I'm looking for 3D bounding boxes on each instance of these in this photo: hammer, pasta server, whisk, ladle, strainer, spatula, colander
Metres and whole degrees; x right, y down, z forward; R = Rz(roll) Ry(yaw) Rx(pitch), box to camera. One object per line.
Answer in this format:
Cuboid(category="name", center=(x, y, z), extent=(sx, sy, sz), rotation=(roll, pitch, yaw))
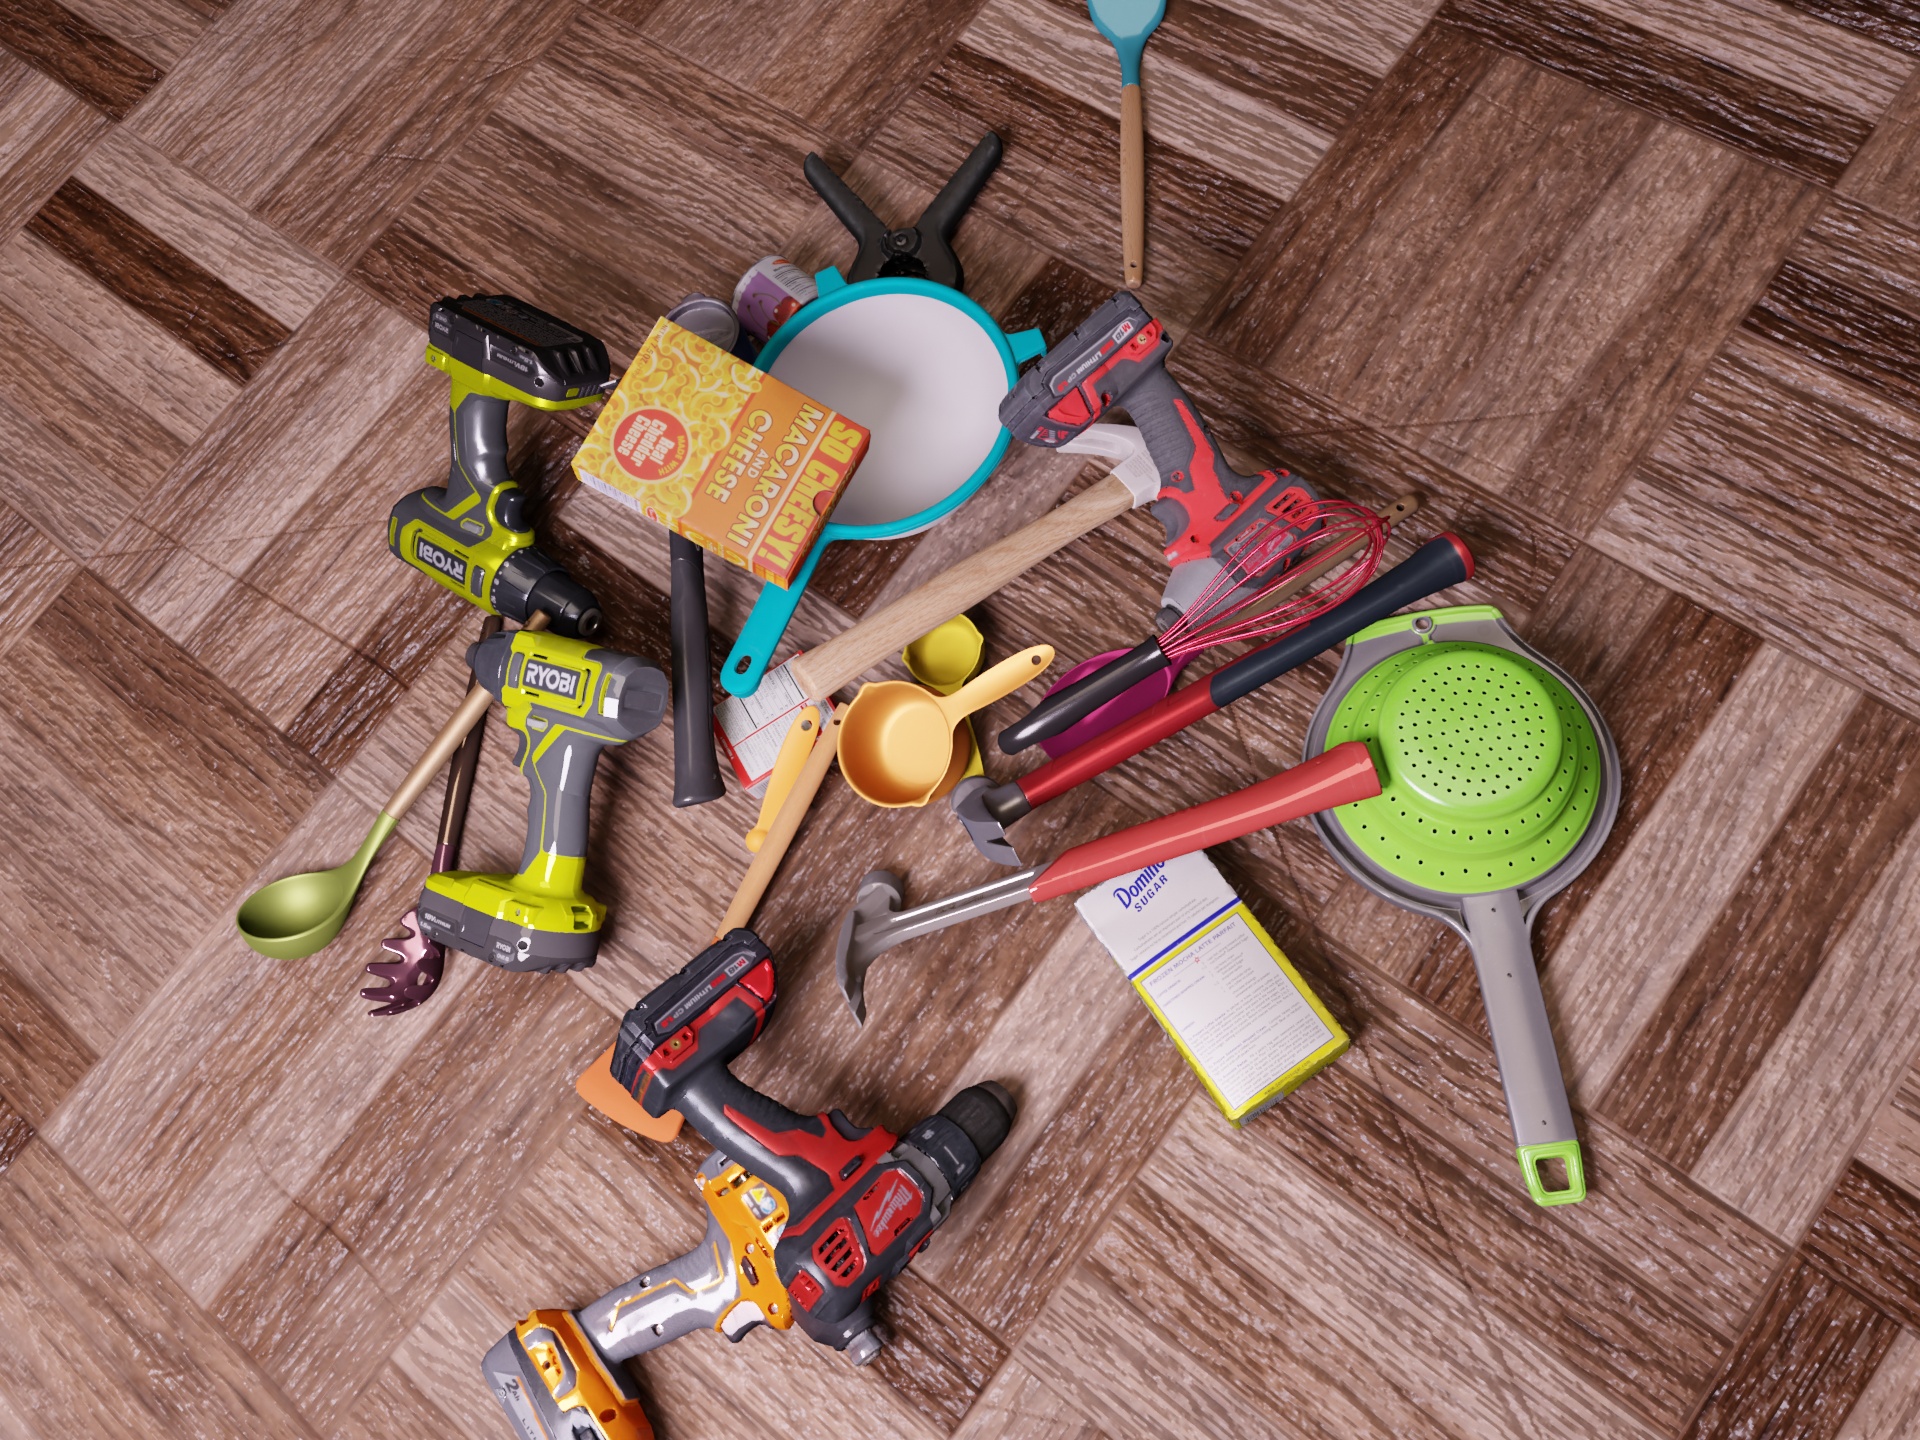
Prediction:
Cuboid(category="hammer", center=(-0.199, -0.097, 1.148), extent=(0.035, 0.146, 0.335), rotation=(-14, 69, 22))
Cuboid(category="pasta server", center=(-0.384, 0.066, 1.185), extent=(0.060, 0.040, 0.316), rotation=(-9, 66, 35))
Cuboid(category="whisk", center=(0.149, -0.057, 1.044), extent=(0.296, 0.073, 0.073), rotation=(-31, 67, 14))
Cuboid(category="hammer", center=(0.024, -0.112, 1.131), extent=(0.331, 0.031, 0.130), rotation=(-32, 65, -17))
Cuboid(category="ladle", center=(-0.411, 0.043, 1.167), extent=(0.320, 0.062, 0.078), rotation=(-53, 44, -1))
Cuboid(category="strainer", center=(-0.079, -0.159, 1.175), extent=(0.211, 0.095, 0.340), rotation=(22, 79, 19))
Cuboid(category="spatula", center=(-0.154, 0.131, 1.103), extent=(0.081, 0.041, 0.322), rotation=(26, 85, 13))
Cuboid(category="hammer", center=(0.174, -0.019, 1.048), extent=(0.386, 0.143, 0.038), rotation=(-29, 100, -4))
Cuboid(category="colander", center=(0.334, 0.096, 0.998), extent=(0.204, 0.094, 0.397), rotation=(-10, 69, 8))
Cuboid(category="hammer", center=(0.091, 0.093, 1.013), extent=(0.359, 0.149, 0.036), rotation=(-19, 111, 11))
Cuboid(category="spatula", center=(0.135, -0.491, 1.275), extent=(0.082, 0.044, 0.318), rotation=(-2, 71, 7))

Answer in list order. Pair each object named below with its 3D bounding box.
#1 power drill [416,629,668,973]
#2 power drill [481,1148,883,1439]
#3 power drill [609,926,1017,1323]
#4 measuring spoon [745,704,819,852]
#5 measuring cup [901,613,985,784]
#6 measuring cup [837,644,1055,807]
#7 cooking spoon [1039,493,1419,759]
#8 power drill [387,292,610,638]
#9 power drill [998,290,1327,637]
Cuboid(category="power drill", center=(-0.299, 0.051, 1.110), extent=(0.171, 0.080, 0.223), rotation=(14, 92, 32))
Cuboid(category="power drill", center=(-0.167, 0.388, 1.006), extent=(0.226, 0.084, 0.164), rotation=(-38, 68, -8))
Cuboid(category="power drill", center=(-0.090, 0.239, 1.009), extent=(0.227, 0.080, 0.188), rotation=(43, 53, 14))
Cuboid(category="measuring spoon", center=(-0.125, 0.043, 1.129), extent=(0.021, 0.011, 0.117), rotation=(20, 101, -16))
Cuboid(category="measuring cup", center=(0.000, -0.002, 1.143), extent=(0.062, 0.029, 0.156), rotation=(-14, 81, 13))
Cuboid(category="measuring cup", center=(-0.002, -0.004, 1.099), extent=(0.173, 0.052, 0.095), rotation=(-31, 77, 16))
Cuboid(category="cooking spoon", center=(0.190, -0.069, 1.127), extent=(0.319, 0.017, 0.069), rotation=(-33, 70, -1))
Cuboid(category="power drill", center=(-0.335, -0.184, 1.191), extent=(0.191, 0.080, 0.228), rotation=(28, 120, 20))
Cuboid(category="power drill", center=(0.135, -0.169, 1.091), extent=(0.143, 0.078, 0.219), rotation=(-43, 95, -12))
